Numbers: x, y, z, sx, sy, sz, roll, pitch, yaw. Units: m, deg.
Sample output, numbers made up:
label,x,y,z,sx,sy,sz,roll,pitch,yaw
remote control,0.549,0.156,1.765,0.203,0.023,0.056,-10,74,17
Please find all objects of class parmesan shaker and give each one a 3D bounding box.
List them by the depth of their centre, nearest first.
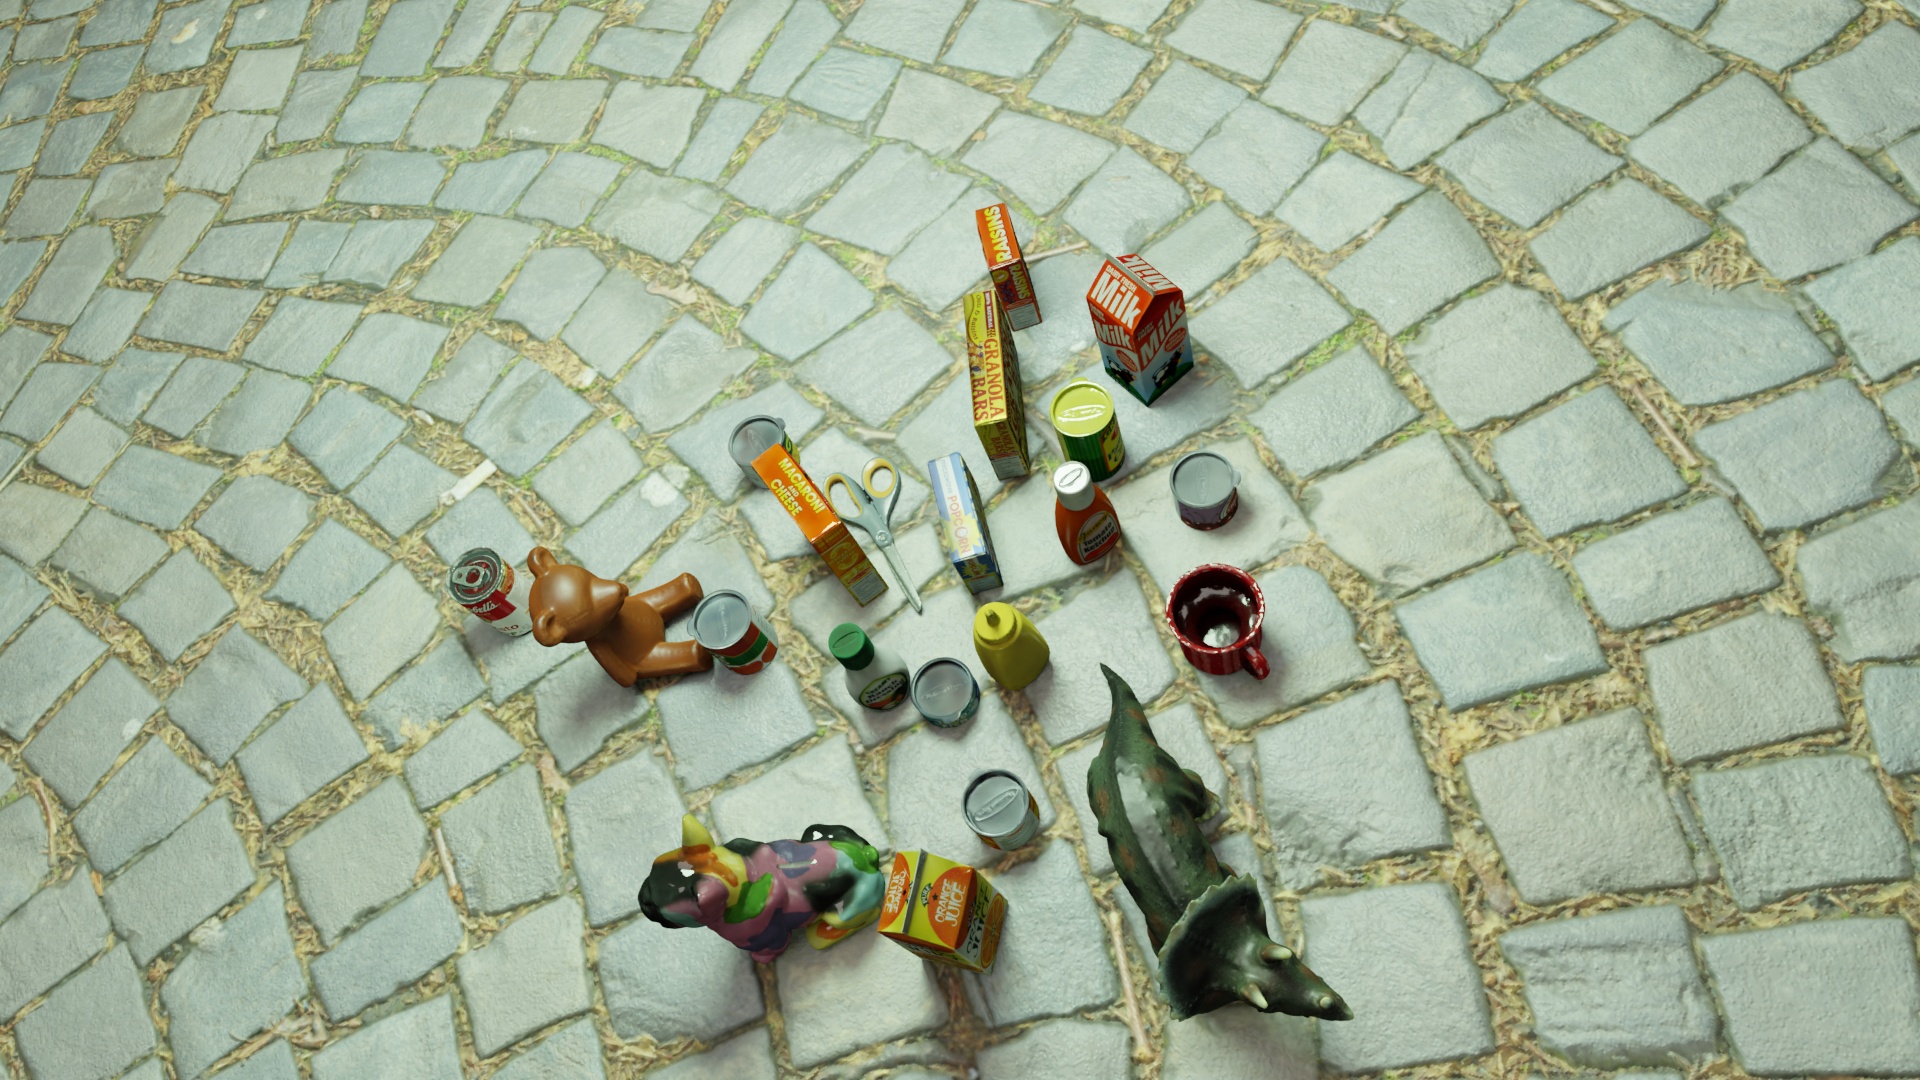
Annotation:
label,x,y,z,sx,sy,sz,roll,pitch,yaw
parmesan shaker,0.135,-0.115,1.457,0.071,0.102,0.071,-6,63,12

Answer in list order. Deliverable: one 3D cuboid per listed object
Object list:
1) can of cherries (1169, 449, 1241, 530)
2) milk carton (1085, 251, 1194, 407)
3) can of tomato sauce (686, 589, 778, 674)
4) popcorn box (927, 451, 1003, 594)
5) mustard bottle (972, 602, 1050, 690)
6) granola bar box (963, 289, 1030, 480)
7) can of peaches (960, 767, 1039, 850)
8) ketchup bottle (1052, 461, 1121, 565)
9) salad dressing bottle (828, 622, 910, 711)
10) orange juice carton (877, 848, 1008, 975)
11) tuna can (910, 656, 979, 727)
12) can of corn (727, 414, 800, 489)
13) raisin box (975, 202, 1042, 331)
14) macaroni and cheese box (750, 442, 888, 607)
label,x,y,z,sx,sy,sz,roll,pitch,yaw
can of cherries,0.252,-0.050,1.420,0.071,0.058,0.072,-6,63,12
milk carton,0.187,-0.228,1.449,0.073,0.190,0.072,-42,62,-7
can of tomato sauce,-0.238,0.099,1.460,0.071,0.083,0.071,-6,63,12
popcorn box,0.005,-0.018,1.453,0.038,0.085,0.127,-18,61,6
mustard bottle,0.044,0.094,1.344,0.065,0.159,0.049,-43,62,-8
granola bar box,0.040,-0.167,1.495,0.039,0.123,0.166,-10,63,10
can of peaches,0.037,0.255,1.325,0.071,0.058,0.071,-6,63,12
ketchup bottle,0.122,-0.030,1.392,0.065,0.148,0.043,-38,62,-5
salad dressing bottle,-0.092,0.125,1.372,0.064,0.147,0.044,-31,61,-1
orange juice carton,-0.018,0.328,1.227,0.073,0.192,0.072,7,67,18
tuna can,-0.014,0.156,1.402,0.071,0.032,0.071,-6,63,12
can of corn,-0.219,-0.101,1.568,0.071,0.058,0.071,-6,63,12
raisin box,0.054,-0.306,1.561,0.040,0.123,0.086,-16,62,7
macaroni and cheese box,-0.144,-0.015,1.444,0.040,0.166,0.124,-37,61,-5
